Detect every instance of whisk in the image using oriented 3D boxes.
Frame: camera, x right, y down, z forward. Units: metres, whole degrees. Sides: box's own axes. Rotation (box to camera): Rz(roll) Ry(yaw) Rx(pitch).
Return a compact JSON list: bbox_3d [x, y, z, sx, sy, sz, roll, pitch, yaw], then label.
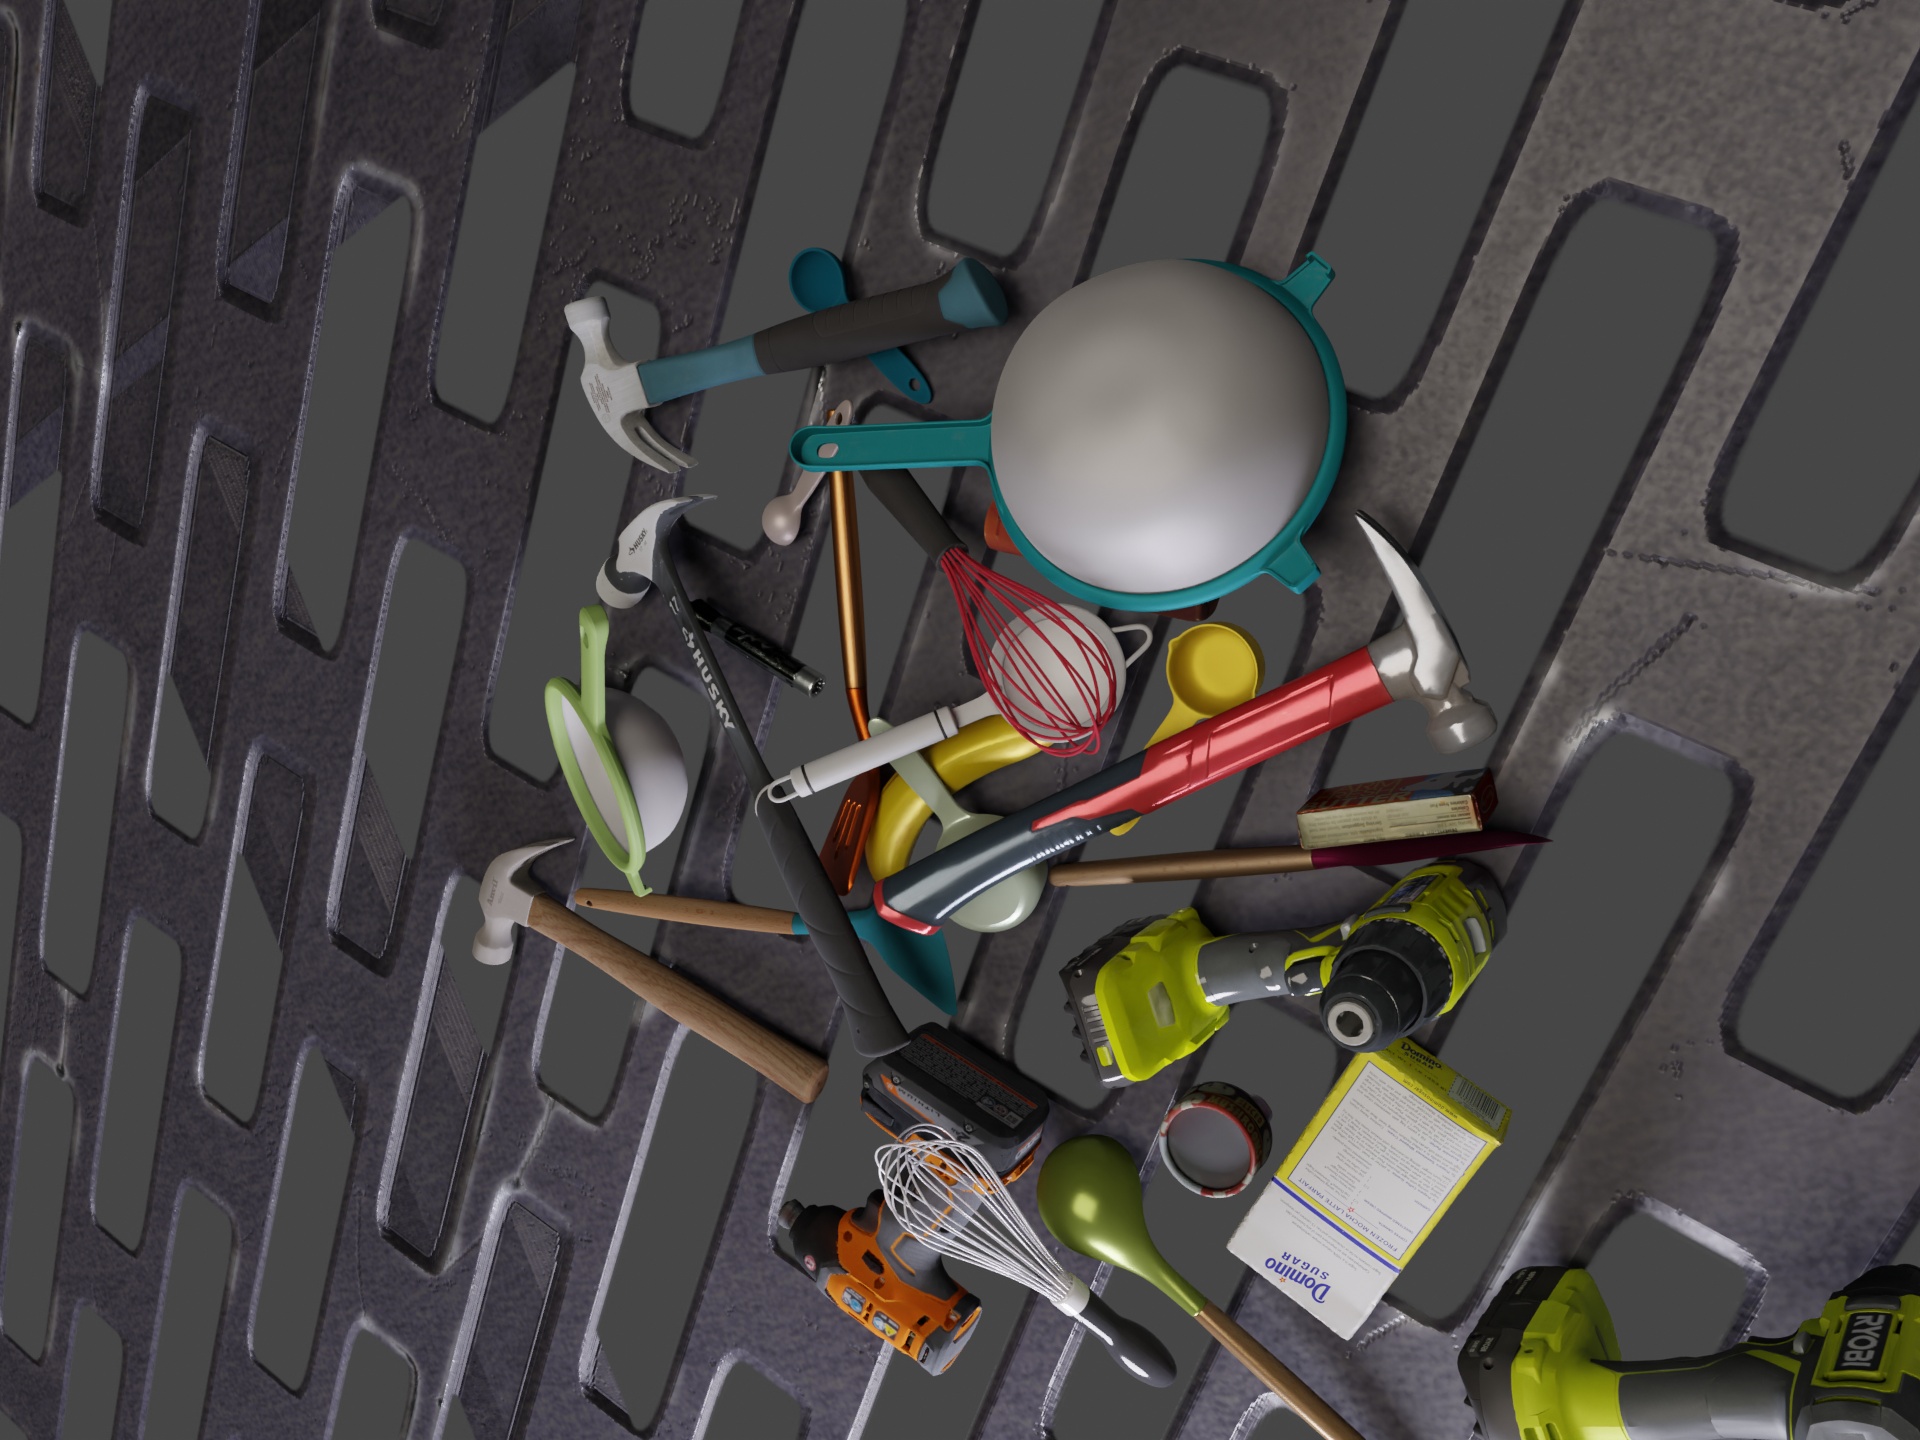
[{"bbox_3d":[0.048,0.350,1.018,0.070,0.070,0.284,-30,116,30],"label":"whisk"},{"bbox_3d":[0.005,-0.088,0.971,0.073,0.073,0.296,-55,53,26],"label":"whisk"}]

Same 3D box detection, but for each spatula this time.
[{"bbox_3d":[-0.080,-0.046,1.070,0.081,0.041,0.322,-166,71,-69],"label":"spatula"},{"bbox_3d":[-0.145,0.147,1.135,0.317,0.044,0.082,4,123,21],"label":"spatula"}]

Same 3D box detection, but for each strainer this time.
[{"bbox_3d":[0.040,-0.173,0.900,0.340,0.095,0.211,1,80,22],"label":"strainer"},{"bbox_3d":[-0.002,-0.003,0.994,0.258,0.050,0.087,-22,83,1],"label":"strainer"},{"bbox_3d":[-0.232,-0.001,1.110,0.152,0.069,0.256,54,151,26],"label":"strainer"}]

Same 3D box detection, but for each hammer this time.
[{"bbox_3d":[-0.118,-0.244,1.038,0.331,0.033,0.128,-6,107,32],"label":"hammer"},{"bbox_3d":[-0.133,0.035,1.062,0.149,0.036,0.409,-43,70,50],"label":"hammer"},{"bbox_3d":[-0.240,0.194,1.217,0.331,0.031,0.130,26,112,22],"label":"hammer"},{"bbox_3d":[0.104,0.022,0.942,0.386,0.038,0.143,-27,92,22],"label":"hammer"}]

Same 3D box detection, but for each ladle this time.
[{"bbox_3d":[0.178,0.393,1.030,0.320,0.062,0.078,41,108,8],"label":"ladle"}]

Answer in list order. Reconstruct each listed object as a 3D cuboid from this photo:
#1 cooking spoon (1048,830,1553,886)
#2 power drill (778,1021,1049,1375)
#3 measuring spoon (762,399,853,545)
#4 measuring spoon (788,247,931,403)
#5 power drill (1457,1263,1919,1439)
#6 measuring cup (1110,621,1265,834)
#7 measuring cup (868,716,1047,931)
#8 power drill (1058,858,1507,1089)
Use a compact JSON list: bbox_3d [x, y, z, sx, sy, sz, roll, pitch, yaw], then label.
[{"bbox_3d":[0.188,0.083,0.949,0.319,0.068,0.017,-9,84,35],"label":"cooking spoon"},{"bbox_3d":[-0.041,0.328,1.110,0.164,0.084,0.226,29,117,22],"label":"power drill"},{"bbox_3d":[-0.104,-0.166,1.057,0.124,0.018,0.034,-54,51,37],"label":"measuring spoon"},{"bbox_3d":[-0.060,-0.256,1.034,0.128,0.021,0.042,47,126,2],"label":"measuring spoon"},{"bbox_3d":[0.394,0.338,0.830,0.223,0.171,0.080,-19,91,39],"label":"power drill"},{"bbox_3d":[0.134,0.007,0.975,0.062,0.029,0.156,37,118,17],"label":"measuring cup"},{"bbox_3d":[-0.010,0.069,1.025,0.083,0.038,0.167,-30,108,24],"label":"measuring cup"},{"bbox_3d":[0.175,0.146,0.890,0.228,0.190,0.080,-17,92,35],"label":"power drill"}]
